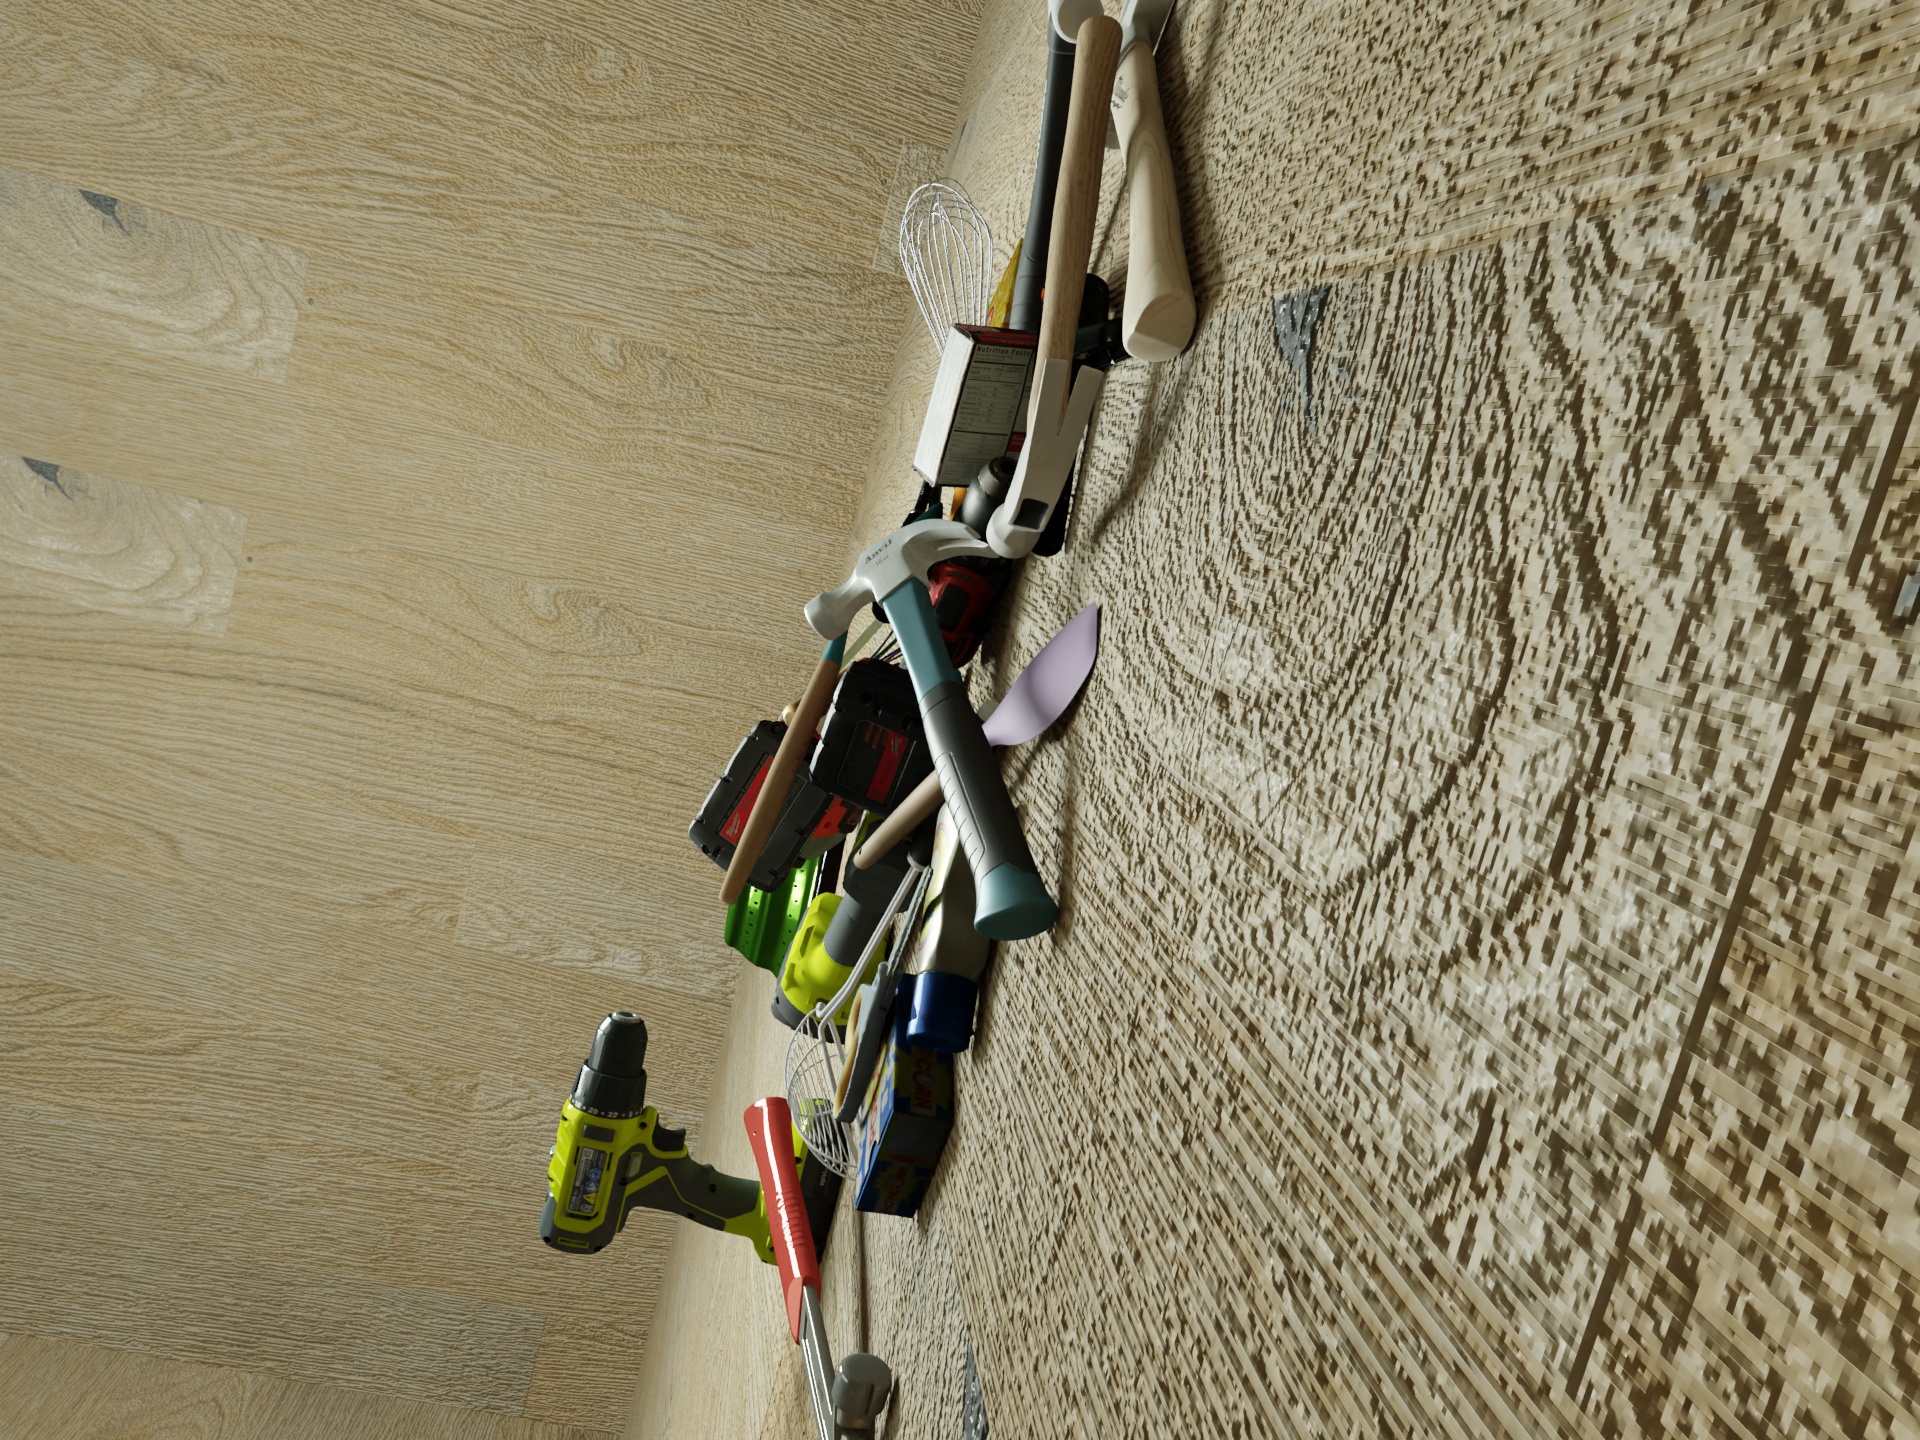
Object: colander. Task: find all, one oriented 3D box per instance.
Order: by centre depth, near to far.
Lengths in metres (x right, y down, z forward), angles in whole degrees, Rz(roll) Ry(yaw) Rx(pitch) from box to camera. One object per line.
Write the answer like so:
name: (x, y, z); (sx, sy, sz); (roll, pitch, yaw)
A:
colander: (-0.156, 0.113, 1.490); (0.205, 0.094, 0.396); (-86, 10, -49)

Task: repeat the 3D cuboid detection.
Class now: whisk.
whisk: (0.006, -0.250, 1.157); (0.070, 0.070, 0.284); (-91, -8, -58)
whisk: (-0.062, -0.045, 1.225); (0.245, 0.047, 0.051); (-37, -33, -51)

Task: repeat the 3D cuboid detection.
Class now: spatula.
spatula: (0.002, 0.027, 0.967); (0.316, 0.018, 0.060); (-45, 33, 51)
spatula: (-0.090, -0.014, 1.109); (0.082, 0.044, 0.318); (104, -172, -70)

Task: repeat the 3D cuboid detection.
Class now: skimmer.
skimmer: (-0.029, 0.154, 1.089); (0.363, 0.090, 0.127); (-62, 20, 19)

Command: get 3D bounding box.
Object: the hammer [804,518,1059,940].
hammer: (-0.009, -0.003, 0.903); (0.128, 0.033, 0.331); (-38, 41, 16)

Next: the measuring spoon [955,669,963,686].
measuring spoon: (-0.002, -0.004, 1.224); (0.129, 0.021, 0.042); (-109, 37, -57)

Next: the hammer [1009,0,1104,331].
hammer: (0.057, -0.354, 1.125); (0.146, 0.035, 0.334); (-92, 7, -55)

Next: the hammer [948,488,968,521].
hammer: (0.000, -0.170, 1.386); (0.127, 0.034, 0.337); (157, 127, -80)

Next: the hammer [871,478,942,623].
hammer: (-0.038, -0.173, 1.375); (0.409, 0.036, 0.149); (-79, 2, -64)

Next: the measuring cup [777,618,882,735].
measuring cup: (-0.098, -0.026, 1.351); (0.167, 0.038, 0.083); (-51, -12, -9)

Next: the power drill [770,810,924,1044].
power drill: (-0.071, 0.131, 1.244); (0.171, 0.080, 0.223); (-76, 9, -54)

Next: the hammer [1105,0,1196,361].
hammer: (0.113, -0.341, 0.940); (0.411, 0.038, 0.146); (-87, 15, -49)

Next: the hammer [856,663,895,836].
hammer: (-0.088, 0.110, 1.497); (0.143, 0.038, 0.387); (113, 168, -52)

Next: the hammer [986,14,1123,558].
hammer: (0.063, -0.267, 0.922); (0.130, 0.031, 0.331); (124, 155, -71)

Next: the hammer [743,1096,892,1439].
hammer: (-0.109, 0.375, 1.059); (0.359, 0.036, 0.149); (-124, 47, -65)

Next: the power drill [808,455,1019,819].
power drill: (-0.016, -0.061, 1.099); (0.187, 0.080, 0.227); (114, -179, -47)

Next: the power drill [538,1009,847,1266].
power drill: (-0.212, 0.345, 1.287); (0.080, 0.228, 0.190); (-143, 67, -80)

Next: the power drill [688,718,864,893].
power drill: (-0.122, 0.063, 1.244); (0.143, 0.078, 0.219); (-57, -9, 8)
